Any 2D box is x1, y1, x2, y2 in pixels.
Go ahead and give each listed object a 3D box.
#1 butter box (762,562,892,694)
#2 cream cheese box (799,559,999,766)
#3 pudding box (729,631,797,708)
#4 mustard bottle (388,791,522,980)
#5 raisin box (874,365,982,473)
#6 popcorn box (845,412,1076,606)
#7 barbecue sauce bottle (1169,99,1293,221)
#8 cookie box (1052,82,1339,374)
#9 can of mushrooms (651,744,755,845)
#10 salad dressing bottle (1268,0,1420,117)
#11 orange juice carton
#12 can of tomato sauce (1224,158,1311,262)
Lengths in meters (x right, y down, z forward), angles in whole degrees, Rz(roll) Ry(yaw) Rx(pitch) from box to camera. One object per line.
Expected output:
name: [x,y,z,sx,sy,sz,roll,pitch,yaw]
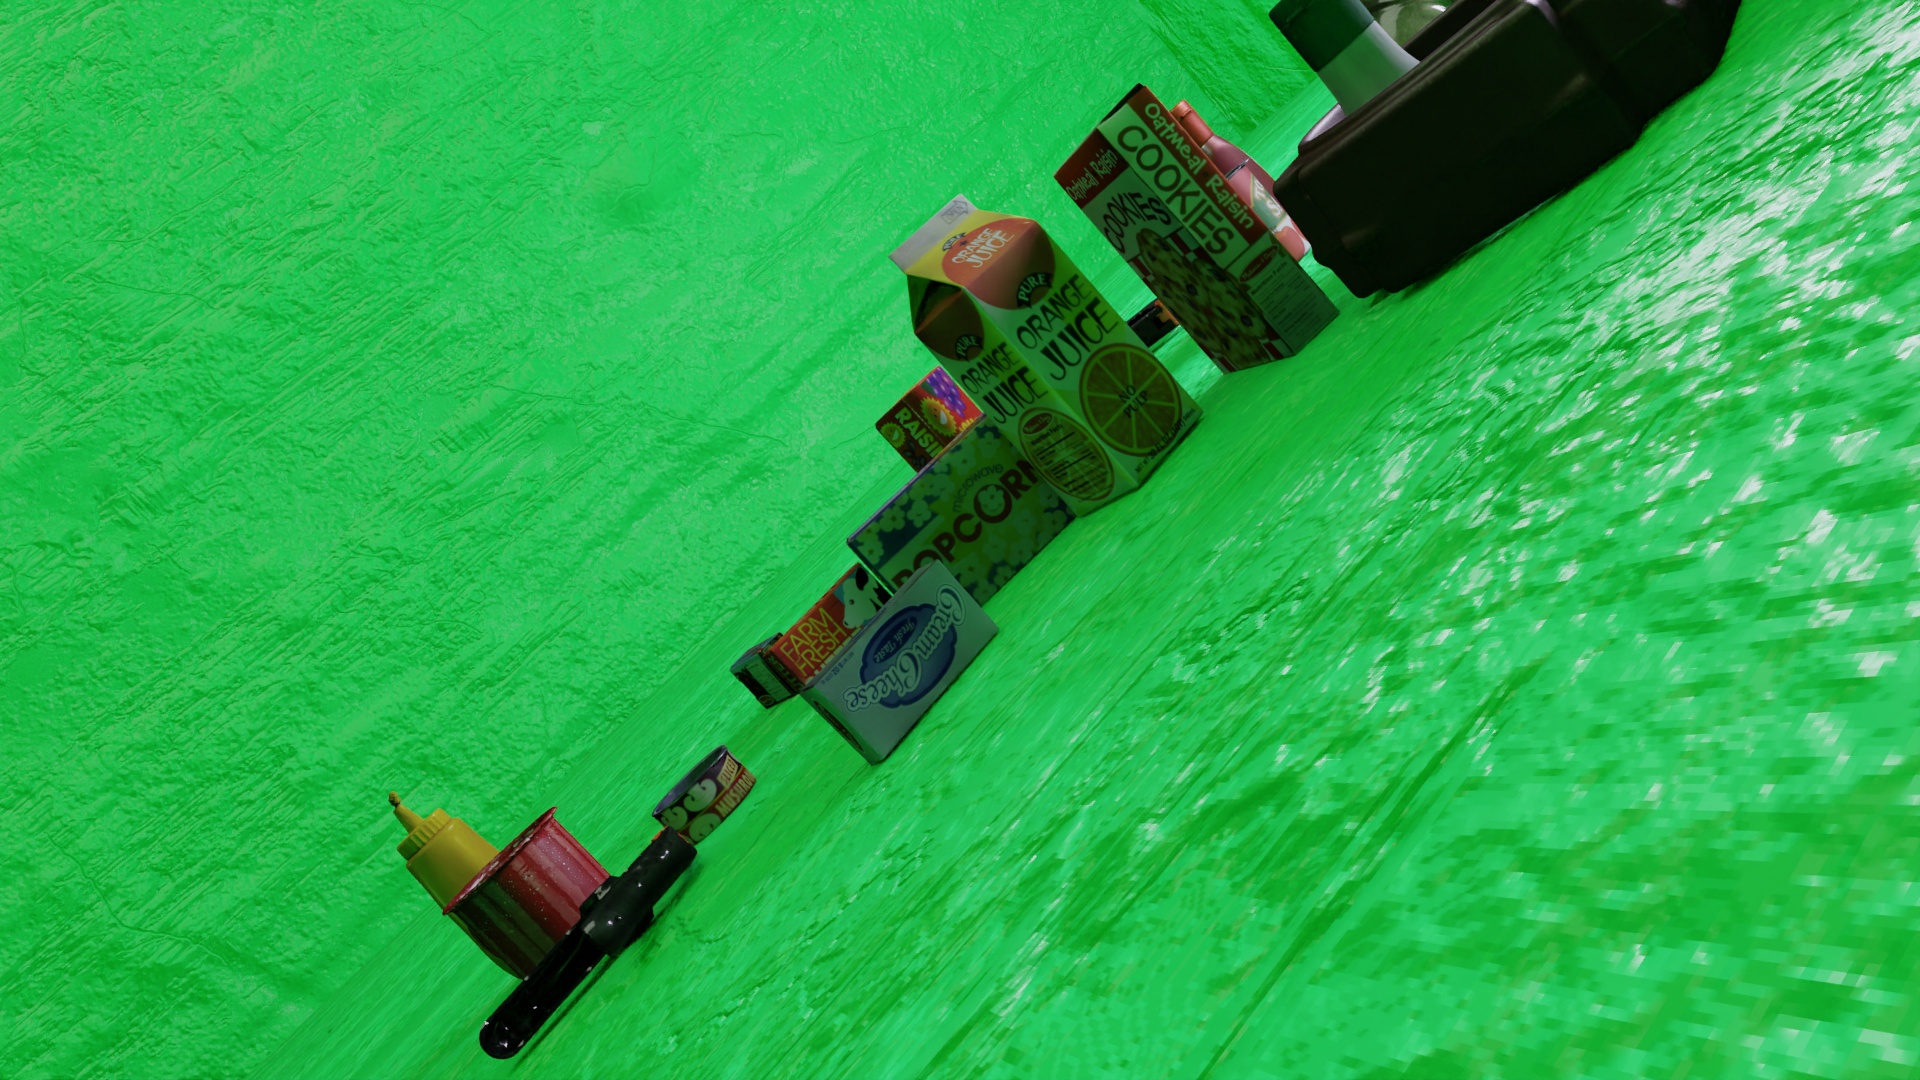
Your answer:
butter box: [-0.095,0.070,1.054,0.104,0.053,0.024,-45,7,-26]
cream cheese box: [-0.030,0.062,0.724,0.104,0.053,0.024,-46,8,-32]
pudding box: [-0.160,0.111,1.179,0.030,0.049,0.083,-46,8,-29]
mustard bottle: [-0.346,0.237,0.976,0.049,0.160,0.065,-43,6,-7]
raisin box: [-0.003,-0.073,1.123,0.040,0.123,0.086,-38,8,33]
popcorn box: [0.003,-0.011,0.859,0.127,0.085,0.038,-43,6,-8]
barbecue sauce bottle: [0.213,-0.285,1.111,0.065,0.148,0.043,-45,7,-22]
cookie box: [0.133,-0.177,0.813,0.040,0.167,0.123,-43,6,-4]
can of mushrooms: [-0.170,0.170,0.930,0.071,0.033,0.071,-42,7,6]
salad dressing bottle: [0.212,-0.215,0.682,0.064,0.147,0.044,-35,10,49]
orange juice carton: [0.043,-0.113,0.813,0.072,0.192,0.072,-46,7,-28]
can of tomato sauce: [0.218,-0.236,1.061,0.071,0.083,0.071,-42,7,6]
